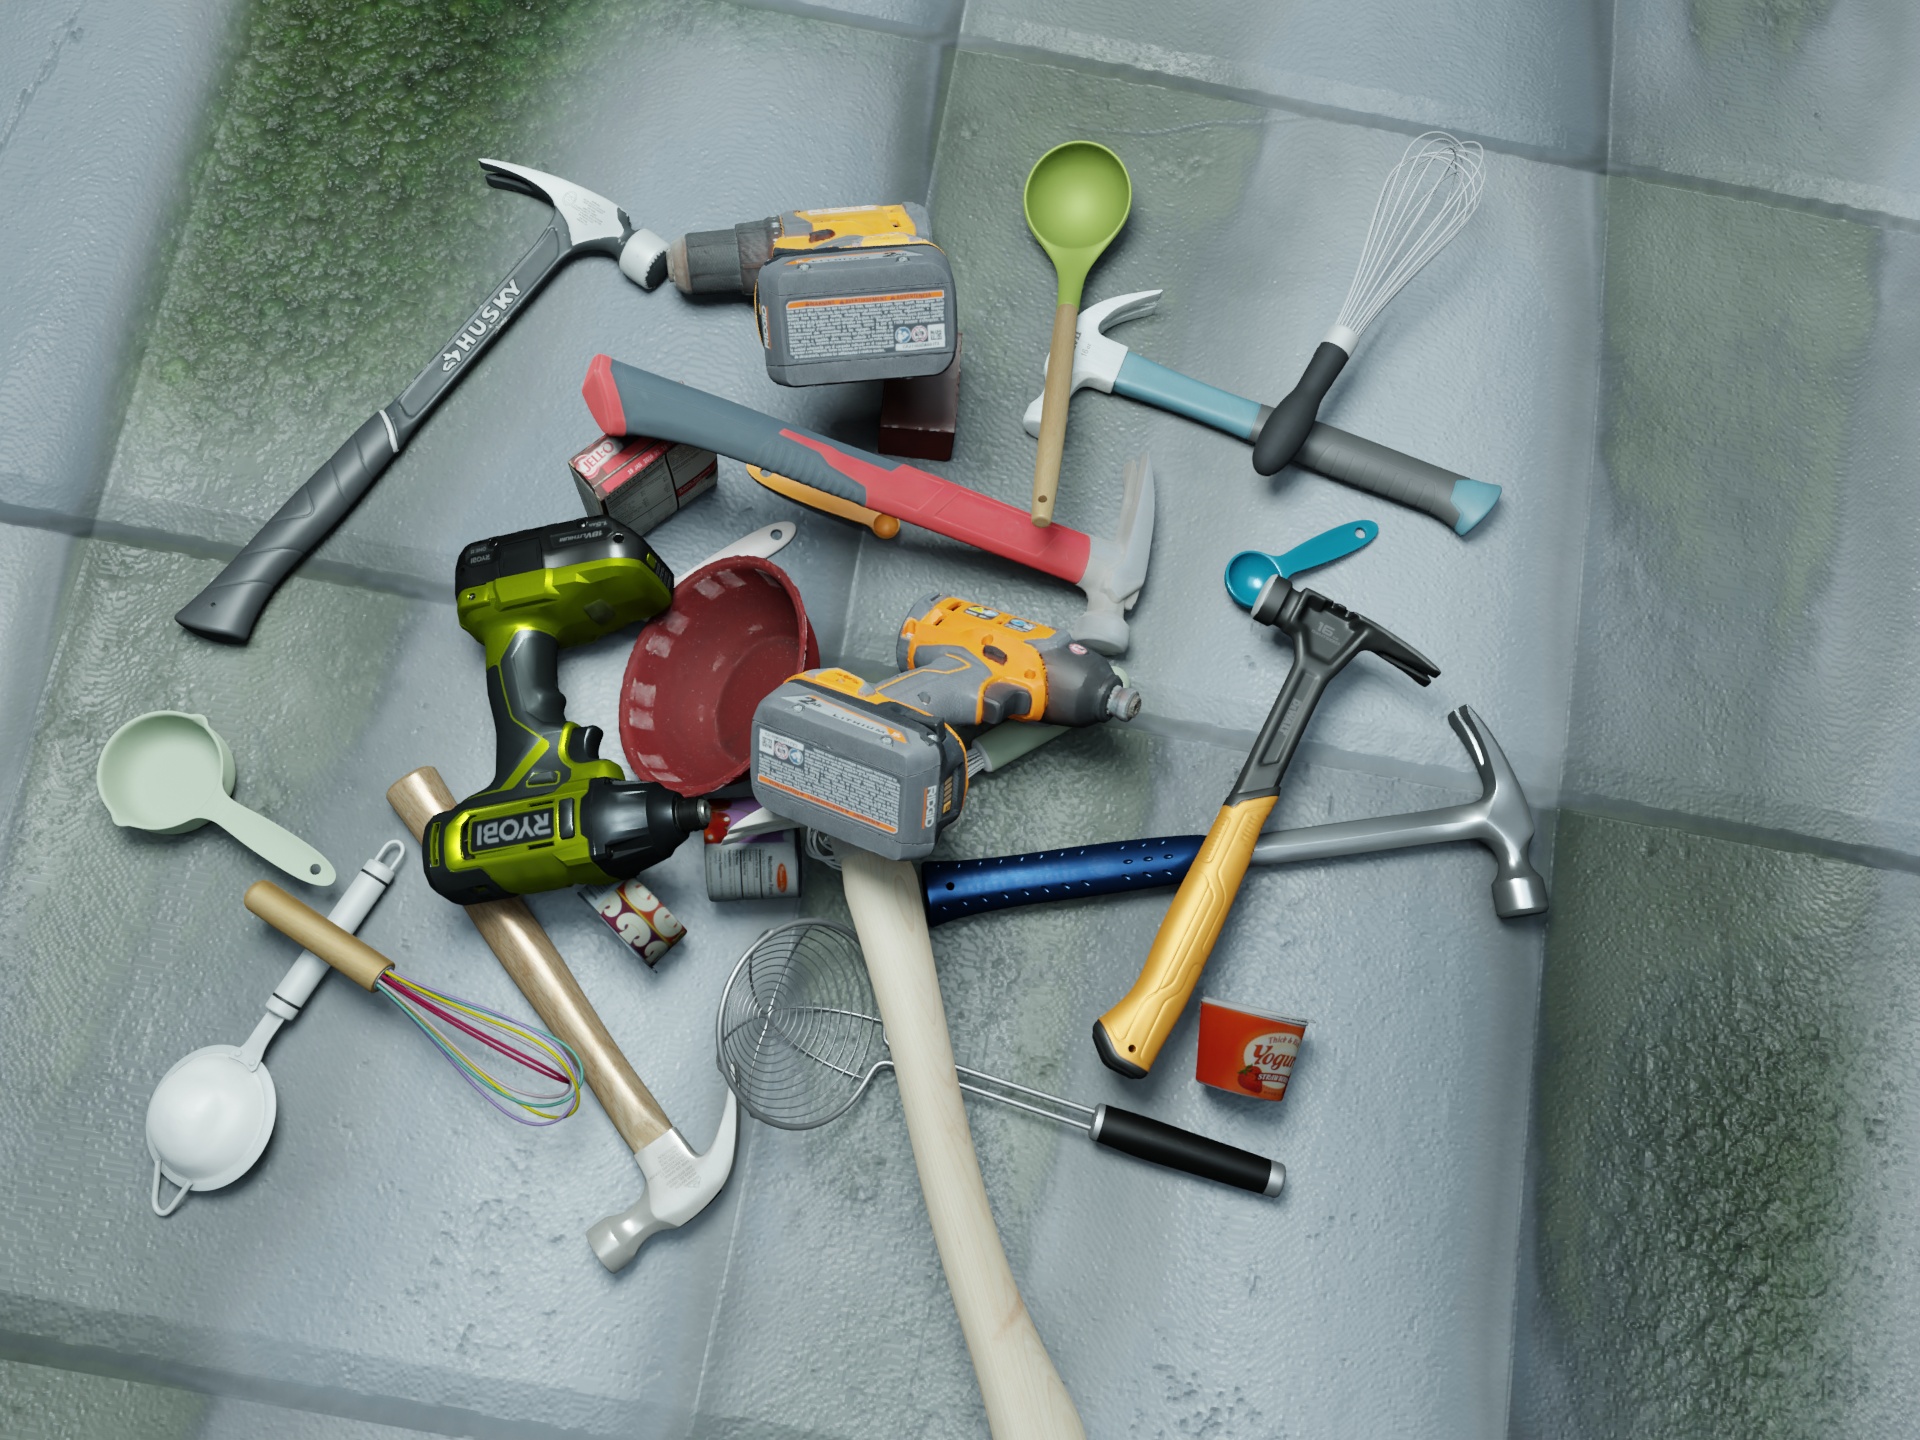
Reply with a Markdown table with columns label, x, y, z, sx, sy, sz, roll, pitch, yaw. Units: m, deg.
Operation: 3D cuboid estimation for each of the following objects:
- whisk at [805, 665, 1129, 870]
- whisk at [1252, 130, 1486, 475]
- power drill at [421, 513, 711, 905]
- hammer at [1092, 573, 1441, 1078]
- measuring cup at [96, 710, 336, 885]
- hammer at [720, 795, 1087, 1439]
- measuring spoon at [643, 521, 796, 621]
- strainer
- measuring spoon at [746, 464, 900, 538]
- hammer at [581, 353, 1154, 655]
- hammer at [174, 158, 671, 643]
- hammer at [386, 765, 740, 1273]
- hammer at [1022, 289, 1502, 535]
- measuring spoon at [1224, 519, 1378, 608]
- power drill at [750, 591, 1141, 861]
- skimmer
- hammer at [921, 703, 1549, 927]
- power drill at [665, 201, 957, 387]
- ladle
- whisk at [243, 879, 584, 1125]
| label | x | y | z | sx | sy | sz | roll | pitch | yaw |
| --- | --- | --- | --- | --- | --- | --- | --- | --- | --- |
| whisk | 0.007 | 0.027 | 1.042 | 0.246 | 0.059 | 0.057 | -29 | 116 | -14 |
| whisk | 0.278 | -0.287 | 1.101 | 0.070 | 0.070 | 0.284 | 32 | 83 | 4 |
| power drill | -0.239 | -0.007 | 0.981 | 0.171 | 0.080 | 0.223 | -11 | 66 | 10 |
| hammer | 0.182 | 0.075 | 1.008 | 0.127 | 0.034 | 0.337 | 28 | 76 | 4 |
| measuring cup | -0.460 | 0.059 | 1.002 | 0.167 | 0.038 | 0.083 | 32 | 76 | 2 |
| hammer | -0.022 | 0.230 | 0.907 | 0.146 | 0.038 | 0.411 | -9 | 71 | -21 |
| measuring spoon | -0.166 | -0.105 | 1.074 | 0.124 | 0.018 | 0.034 | -30 | 79 | -12 |
| strainer | -0.422 | 0.181 | 0.973 | 0.087 | 0.050 | 0.258 | 25 | 71 | 17 |
| measuring spoon | -0.095 | -0.153 | 1.098 | 0.117 | 0.011 | 0.021 | 25 | 74 | 6 |
| hammer | -0.047 | -0.165 | 1.018 | 0.386 | 0.038 | 0.143 | 18 | 74 | -22 |
| hammer | -0.379 | -0.215 | 1.079 | 0.149 | 0.036 | 0.409 | 36 | 76 | 6 |
| hammer | -0.253 | 0.166 | 0.991 | 0.130 | 0.031 | 0.331 | -35 | 80 | -11 |
| hammer | 0.219 | -0.204 | 1.120 | 0.331 | 0.033 | 0.128 | 21 | 76 | 1 |
| measuring spoon | 0.237 | -0.111 | 1.109 | 0.128 | 0.021 | 0.042 | -24 | 78 | -19 |
| power drill | -0.002 | -0.003 | 0.955 | 0.164 | 0.084 | 0.226 | 19 | 31 | 25 |
| skimmer | 0.030 | 0.224 | 0.966 | 0.363 | 0.090 | 0.127 | 18 | 72 | 1 |
| hammer | 0.176 | 0.081 | 1.042 | 0.405 | 0.035 | 0.144 | -7 | 76 | -6 |
| power drill | -0.099 | -0.287 | 1.040 | 0.185 | 0.226 | 0.084 | -6 | 120 | -7 |
| ladle | 0.069 | -0.267 | 1.074 | 0.078 | 0.062 | 0.320 | 2 | 59 | 10 |
| whisk | -0.326 | 0.162 | 0.951 | 0.245 | 0.047 | 0.051 | 31 | 58 | 9 |
